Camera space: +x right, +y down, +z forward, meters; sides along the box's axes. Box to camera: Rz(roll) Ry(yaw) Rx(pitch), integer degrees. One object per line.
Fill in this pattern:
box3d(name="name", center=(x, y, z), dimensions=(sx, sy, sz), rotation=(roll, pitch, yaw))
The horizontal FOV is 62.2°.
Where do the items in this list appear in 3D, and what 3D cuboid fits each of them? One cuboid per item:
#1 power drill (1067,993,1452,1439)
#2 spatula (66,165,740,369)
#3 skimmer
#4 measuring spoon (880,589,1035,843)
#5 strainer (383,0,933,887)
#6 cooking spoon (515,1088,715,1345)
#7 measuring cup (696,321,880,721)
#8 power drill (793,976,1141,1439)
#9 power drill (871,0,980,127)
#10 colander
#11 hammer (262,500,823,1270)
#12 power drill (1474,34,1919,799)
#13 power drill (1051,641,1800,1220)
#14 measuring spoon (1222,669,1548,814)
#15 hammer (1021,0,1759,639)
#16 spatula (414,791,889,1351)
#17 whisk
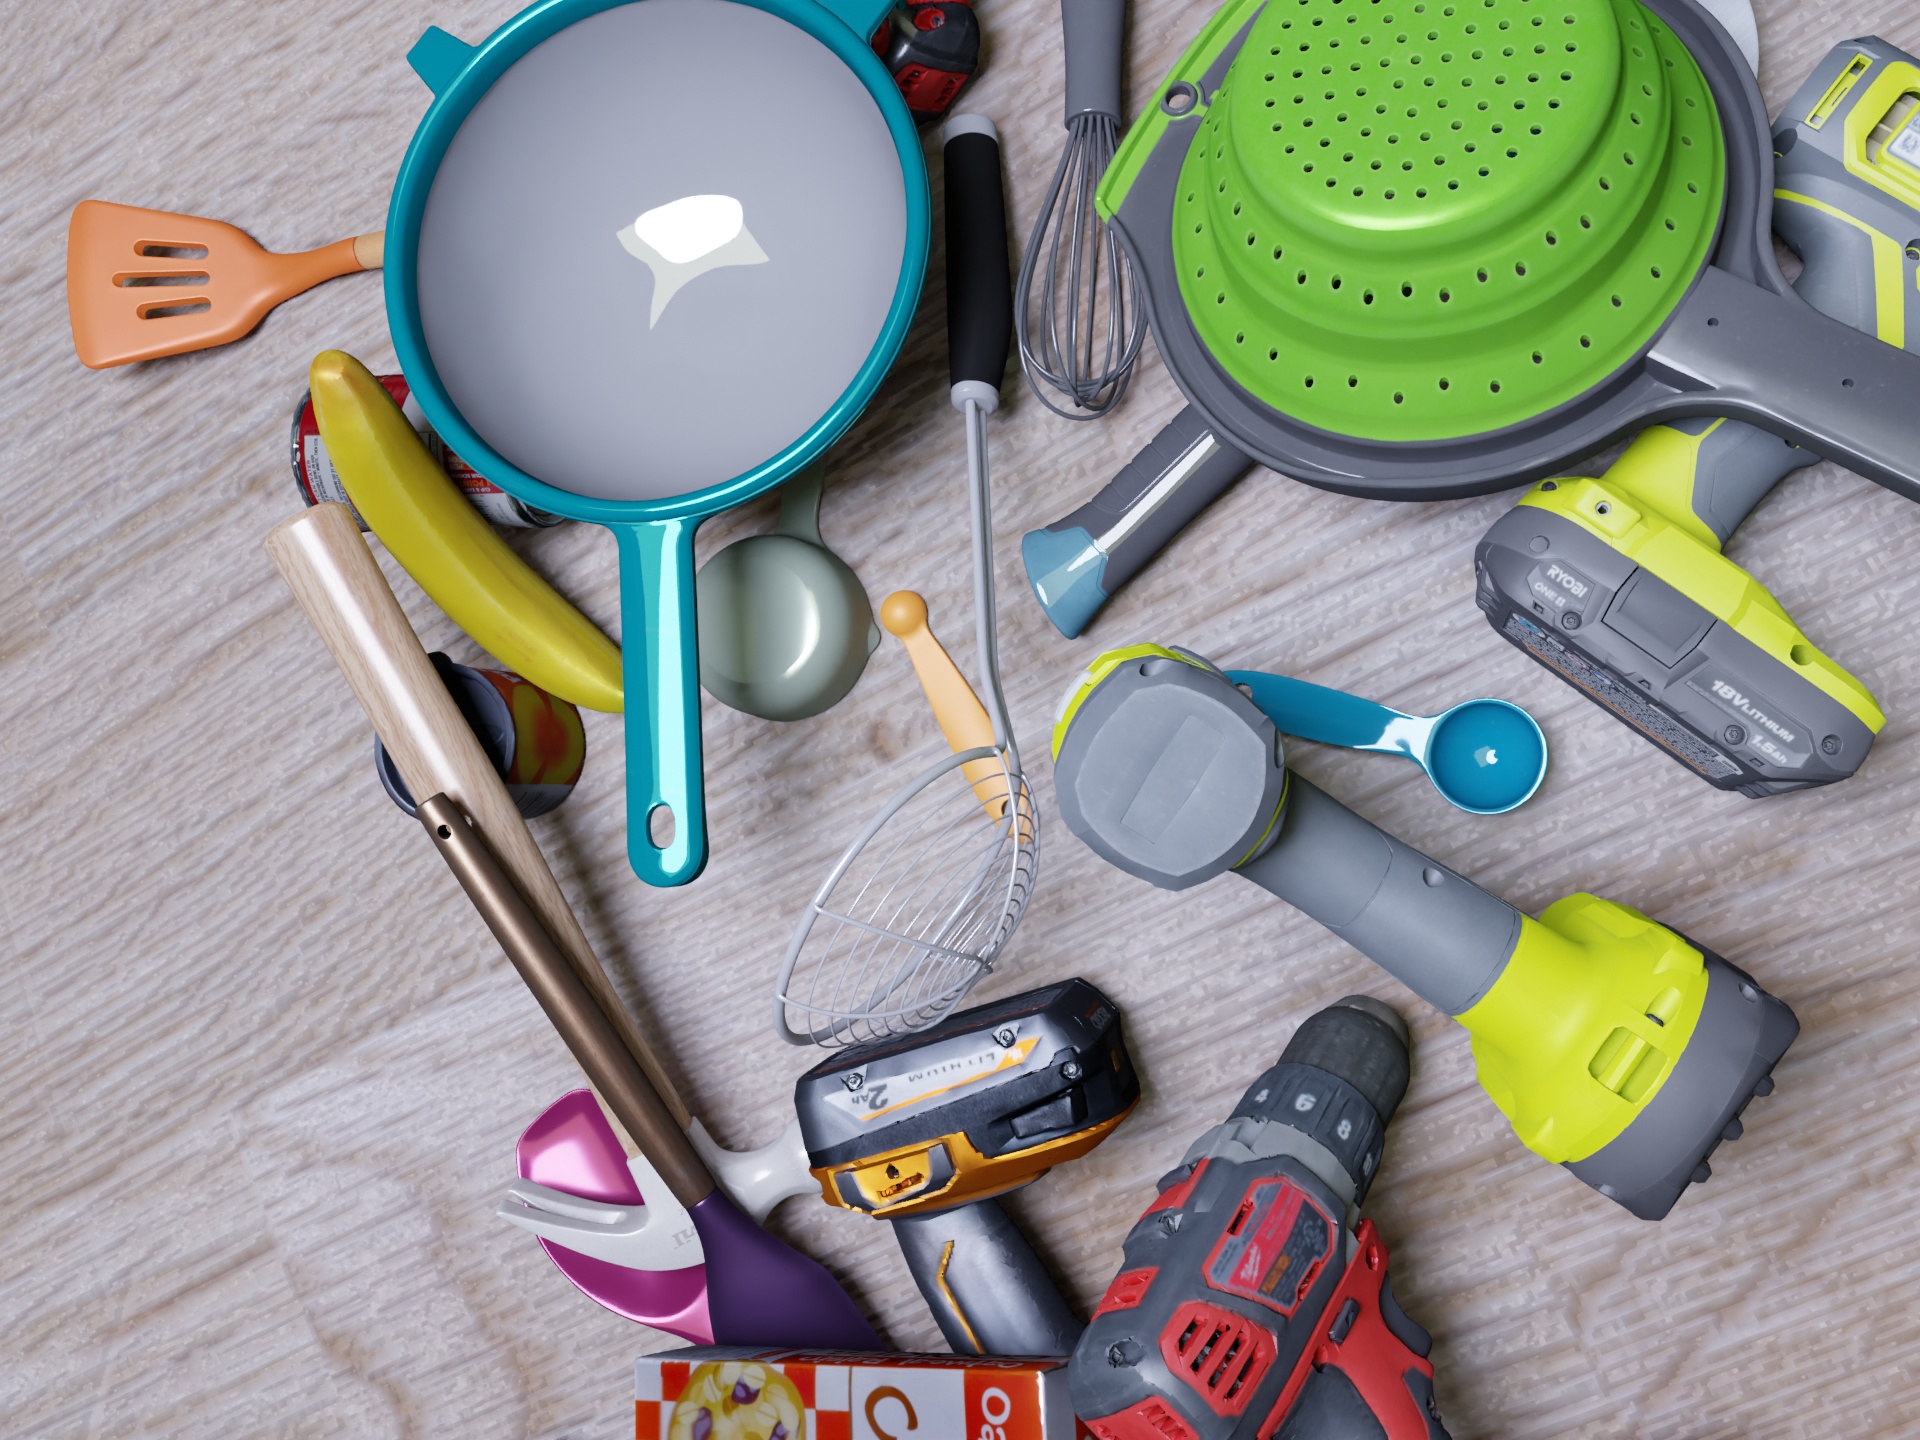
box3d(name="power drill", center=(0.160, 0.214, 0.519), dimensions=(0.227, 0.188, 0.080), rotation=(42, 139, 4))
box3d(name="spatula", center=(-0.250, -0.215, 0.708), dimensions=(0.322, 0.041, 0.081), rotation=(-6, 85, 15))
box3d(name="skimmer", center=(-0.021, -0.062, 0.602), dimensions=(0.090, 0.127, 0.363), rotation=(-6, 74, 16))
box3d(name="measuring spoon", center=(-0.001, -0.002, 0.638), dimensions=(0.021, 0.011, 0.117), rotation=(-31, 79, 13))
box3d(name="strainer", center=(-0.103, -0.108, 0.613), dimensions=(0.211, 0.095, 0.340), rotation=(-3, 86, 11))
box3d(name="cooking spoon", center=(-0.071, 0.281, 0.642), dimensions=(0.069, 0.017, 0.319), rotation=(-42, 77, -3))
box3d(name="measuring cup", center=(-0.073, -0.083, 0.649), dimensions=(0.083, 0.038, 0.167), rotation=(6, 90, 17))
box3d(name="power drill", center=(0.043, 0.216, 0.582), dimensions=(0.164, 0.084, 0.226), rotation=(-19, 87, 14))
box3d(name="power drill", center=(-0.008, -0.352, 0.598), dimensions=(0.143, 0.078, 0.219), rotation=(52, 124, 12))
box3d(name="colander", center=(0.208, -0.137, 0.469), dimensions=(0.397, 0.094, 0.204), rotation=(35, 91, 24))
box3d(name="hammer", center=(-0.176, 0.068, 0.625), dimensions=(0.130, 0.031, 0.331), rotation=(-29, 95, 3))
box3d(name="power drill", center=(0.295, -0.090, 0.524), dimensions=(0.171, 0.080, 0.223), rotation=(39, 95, 15))
box3d(name="power drill", center=(0.131, 0.050, 0.524), dimensions=(0.228, 0.190, 0.080), rotation=(33, 97, 1))
box3d(name="measuring spoon", center=(0.154, 0.002, 0.594), dimensions=(0.129, 0.021, 0.042), rotation=(16, 93, 26))
box3d(name="hammer", center=(0.148, -0.157, 0.592), dimensions=(0.331, 0.033, 0.128), rotation=(-43, 76, 11))
box3d(name="spatula", center=(-0.116, 0.163, 0.608), dimensions=(0.060, 0.018, 0.316), rotation=(-32, 96, -1))
box3d(name="whisk", center=(0.048, -0.234, 0.619), dimensions=(0.055, 0.055, 0.239), rotation=(0, 83, 16))
